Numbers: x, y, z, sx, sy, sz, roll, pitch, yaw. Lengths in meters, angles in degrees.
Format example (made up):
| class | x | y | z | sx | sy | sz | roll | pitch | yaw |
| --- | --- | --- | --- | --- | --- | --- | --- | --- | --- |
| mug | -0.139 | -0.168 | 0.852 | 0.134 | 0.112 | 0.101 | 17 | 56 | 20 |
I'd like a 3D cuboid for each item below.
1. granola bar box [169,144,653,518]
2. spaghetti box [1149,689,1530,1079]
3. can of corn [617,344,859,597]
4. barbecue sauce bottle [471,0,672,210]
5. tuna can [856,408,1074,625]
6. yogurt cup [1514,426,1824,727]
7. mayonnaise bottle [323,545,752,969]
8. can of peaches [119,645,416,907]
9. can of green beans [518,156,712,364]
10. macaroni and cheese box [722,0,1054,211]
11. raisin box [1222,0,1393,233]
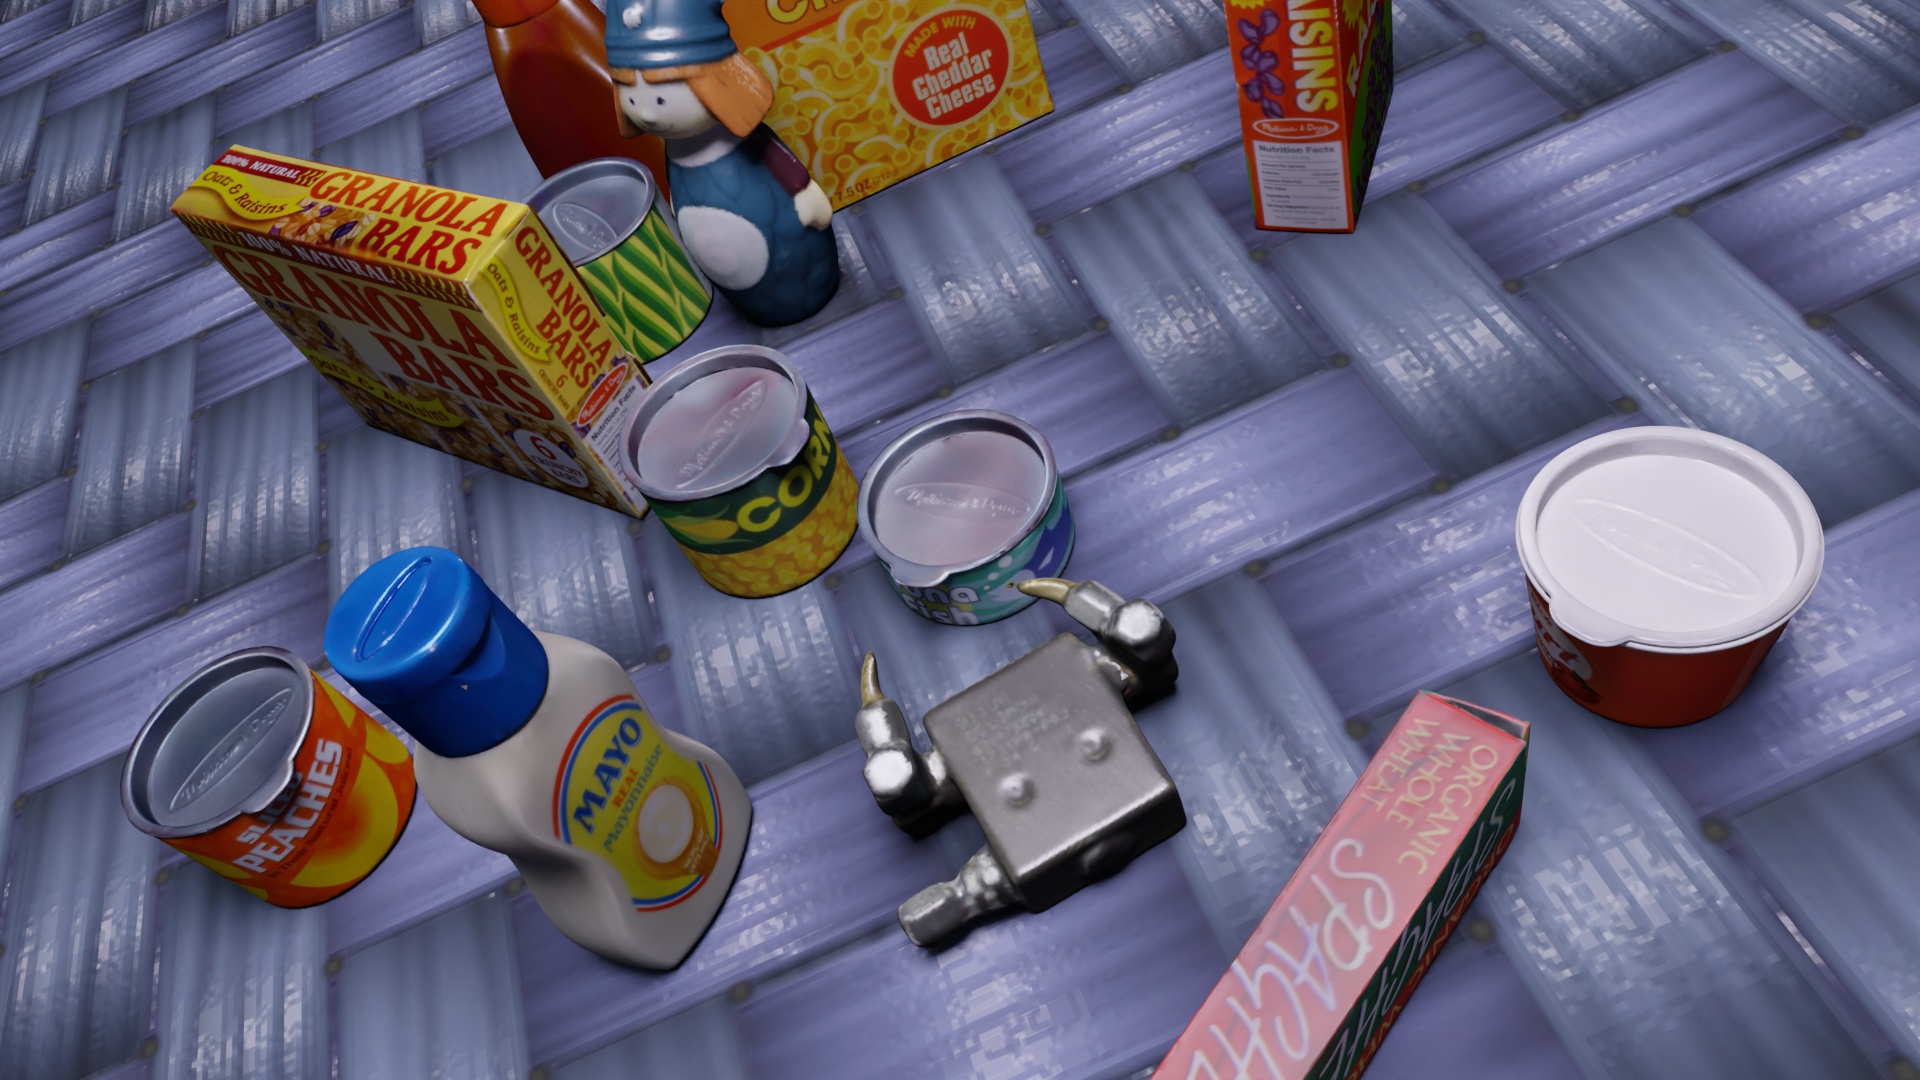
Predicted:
| class | x | y | z | sx | sy | sz | roll | pitch | yaw |
| --- | --- | --- | --- | --- | --- | --- | --- | --- | --- |
| granola bar box | -0.193 | -0.078 | 0.515 | 0.165 | 0.123 | 0.039 | 17 | 62 | 30 |
| spaghetti box | 0.053 | 0.140 | 0.308 | 0.029 | 0.050 | 0.251 | 28 | 67 | 34 |
| can of corn | -0.071 | -0.022 | 0.471 | 0.071 | 0.058 | 0.071 | -10 | 51 | 12 |
| barbecue sauce bottle | -0.162 | -0.192 | 0.576 | 0.065 | 0.148 | 0.044 | -10 | 52 | 13 |
| tuna can | 0.002 | -0.006 | 0.450 | 0.071 | 0.032 | 0.071 | -10 | 51 | 12 |
| yogurt cup | 0.180 | 0.012 | 0.359 | 0.072 | 0.053 | 0.073 | -10 | 51 | 12 |
| mayonnaise bottle | -0.105 | 0.058 | 0.363 | 0.041 | 0.147 | 0.065 | 8 | 57 | 25 |
| can of peaches | -0.219 | 0.078 | 0.447 | 0.071 | 0.057 | 0.071 | -10 | 51 | 12 |
| can of green beans | -0.143 | -0.112 | 0.567 | 0.071 | 0.057 | 0.071 | -10 | 51 | 12 |
| macaroni and cheese box | -0.042 | -0.219 | 0.543 | 0.124 | 0.165 | 0.040 | -25 | 50 | 0 |
| raisin box | 0.124 | -0.181 | 0.483 | 0.040 | 0.123 | 0.086 | 8 | 57 | 25 |
